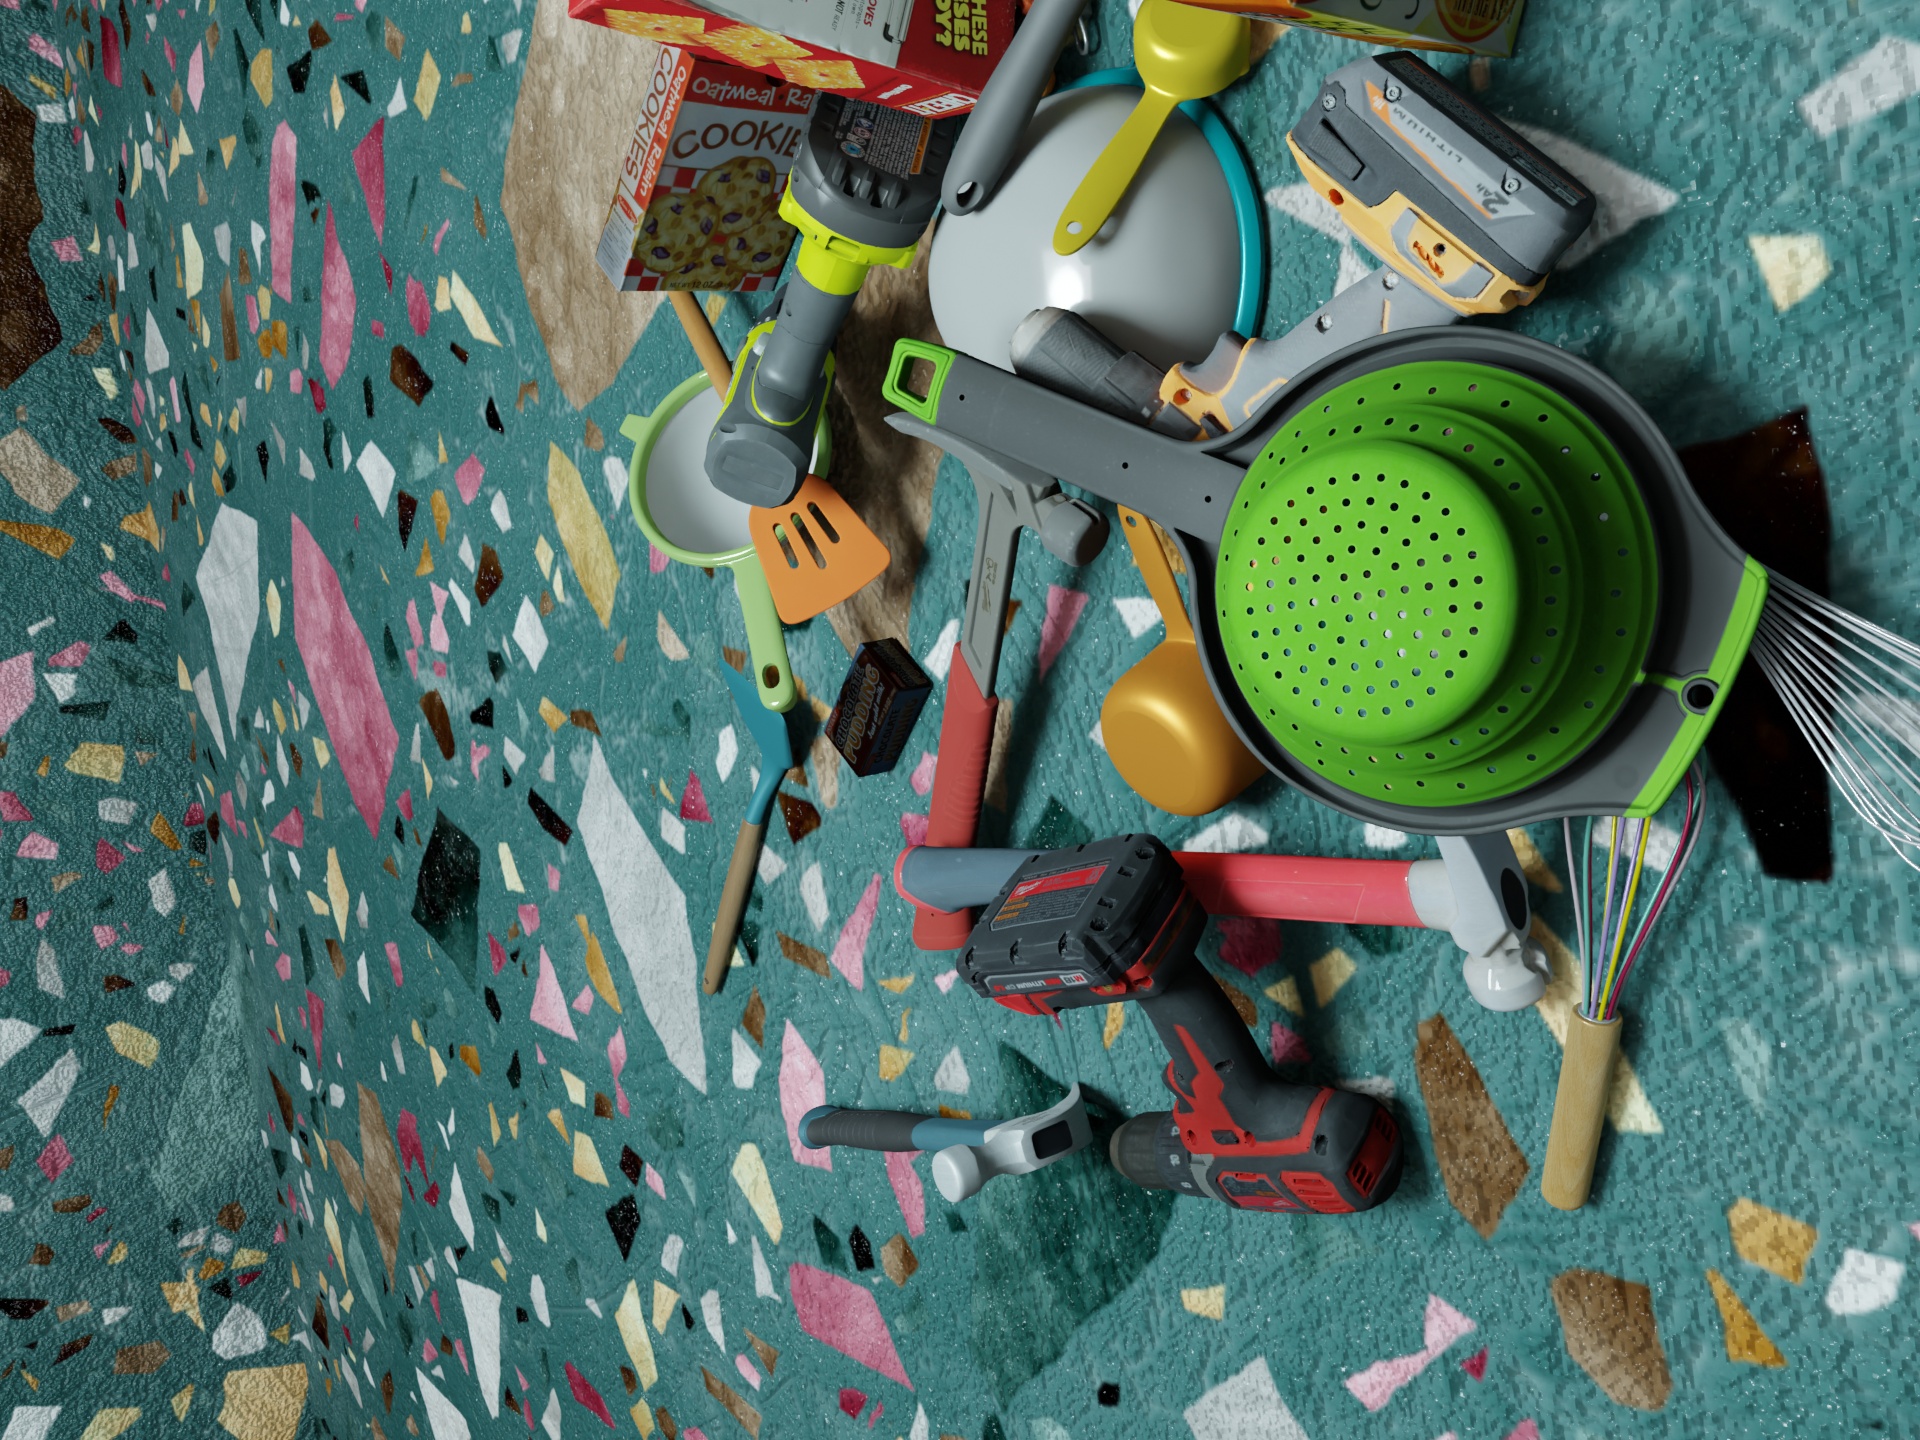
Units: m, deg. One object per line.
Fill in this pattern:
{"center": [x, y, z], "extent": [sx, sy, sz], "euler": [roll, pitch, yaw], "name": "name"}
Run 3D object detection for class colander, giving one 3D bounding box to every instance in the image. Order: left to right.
{"center": [0.104, -0.084, 0.645], "extent": [0.397, 0.094, 0.204], "euler": [28, 111, 28], "name": "colander"}

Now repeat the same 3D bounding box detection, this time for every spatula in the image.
{"center": [-0.173, 0.097, 1.220], "extent": [0.082, 0.044, 0.317], "euler": [40, 129, 32], "name": "spatula"}
{"center": [-0.146, -0.207, 1.053], "extent": [0.081, 0.041, 0.323], "euler": [-31, 61, 6], "name": "spatula"}

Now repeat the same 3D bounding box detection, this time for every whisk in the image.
{"center": [0.048, -0.342, 0.738], "extent": [0.055, 0.055, 0.239], "euler": [51, 127, 28], "name": "whisk"}
{"center": [0.282, 0.107, 0.694], "extent": [0.047, 0.051, 0.244], "euler": [-135, 42, -61], "name": "whisk"}
{"center": [0.304, -0.048, 0.611], "extent": [0.285, 0.070, 0.070], "euler": [54, 135, 33], "name": "whisk"}

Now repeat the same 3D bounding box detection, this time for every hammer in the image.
{"center": [-0.028, 0.273, 1.052], "extent": [0.331, 0.128, 0.033], "euler": [-21, 82, 59], "name": "hammer"}
{"center": [-0.002, -0.003, 0.945], "extent": [0.149, 0.036, 0.358], "euler": [38, 136, 32], "name": "hammer"}
{"center": [0.099, 0.072, 0.825], "extent": [0.386, 0.038, 0.143], "euler": [-3, 125, 45], "name": "hammer"}

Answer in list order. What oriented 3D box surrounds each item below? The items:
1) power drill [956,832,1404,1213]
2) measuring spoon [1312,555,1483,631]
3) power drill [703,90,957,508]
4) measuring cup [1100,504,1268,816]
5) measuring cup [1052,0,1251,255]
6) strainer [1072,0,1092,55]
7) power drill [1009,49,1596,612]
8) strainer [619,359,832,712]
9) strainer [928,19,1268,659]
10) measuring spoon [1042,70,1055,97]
{"center": [0.101, 0.173, 0.834], "extent": [0.226, 0.080, 0.188], "euler": [49, 145, -16], "name": "power drill"}
{"center": [0.209, -0.062, 0.755], "extent": [0.124, 0.018, 0.034], "euler": [8, 106, 56], "name": "measuring spoon"}
{"center": [-0.081, -0.261, 0.936], "extent": [0.228, 0.080, 0.191], "euler": [123, 162, -45], "name": "power drill"}
{"center": [0.099, -0.028, 0.810], "extent": [0.095, 0.052, 0.173], "euler": [10, 131, 51], "name": "measuring cup"}
{"center": [0.086, -0.290, 0.756], "extent": [0.062, 0.029, 0.156], "euler": [29, 81, 15], "name": "measuring cup"}
{"center": [0.035, -0.478, 0.833], "extent": [0.087, 0.050, 0.258], "euler": [-177, 72, -69], "name": "strainer"}
{"center": [0.138, -0.181, 0.706], "extent": [0.185, 0.084, 0.226], "euler": [41, 126, 7], "name": "power drill"}
{"center": [-0.134, -0.118, 1.071], "extent": [0.151, 0.069, 0.257], "euler": [-19, 69, 14], "name": "strainer"}
{"center": [0.069, -0.174, 0.824], "extent": [0.211, 0.095, 0.340], "euler": [-29, 75, 49], "name": "strainer"}
{"center": [0.023, -0.387, 0.895], "extent": [0.117, 0.011, 0.021], "euler": [57, 139, 28], "name": "measuring spoon"}
